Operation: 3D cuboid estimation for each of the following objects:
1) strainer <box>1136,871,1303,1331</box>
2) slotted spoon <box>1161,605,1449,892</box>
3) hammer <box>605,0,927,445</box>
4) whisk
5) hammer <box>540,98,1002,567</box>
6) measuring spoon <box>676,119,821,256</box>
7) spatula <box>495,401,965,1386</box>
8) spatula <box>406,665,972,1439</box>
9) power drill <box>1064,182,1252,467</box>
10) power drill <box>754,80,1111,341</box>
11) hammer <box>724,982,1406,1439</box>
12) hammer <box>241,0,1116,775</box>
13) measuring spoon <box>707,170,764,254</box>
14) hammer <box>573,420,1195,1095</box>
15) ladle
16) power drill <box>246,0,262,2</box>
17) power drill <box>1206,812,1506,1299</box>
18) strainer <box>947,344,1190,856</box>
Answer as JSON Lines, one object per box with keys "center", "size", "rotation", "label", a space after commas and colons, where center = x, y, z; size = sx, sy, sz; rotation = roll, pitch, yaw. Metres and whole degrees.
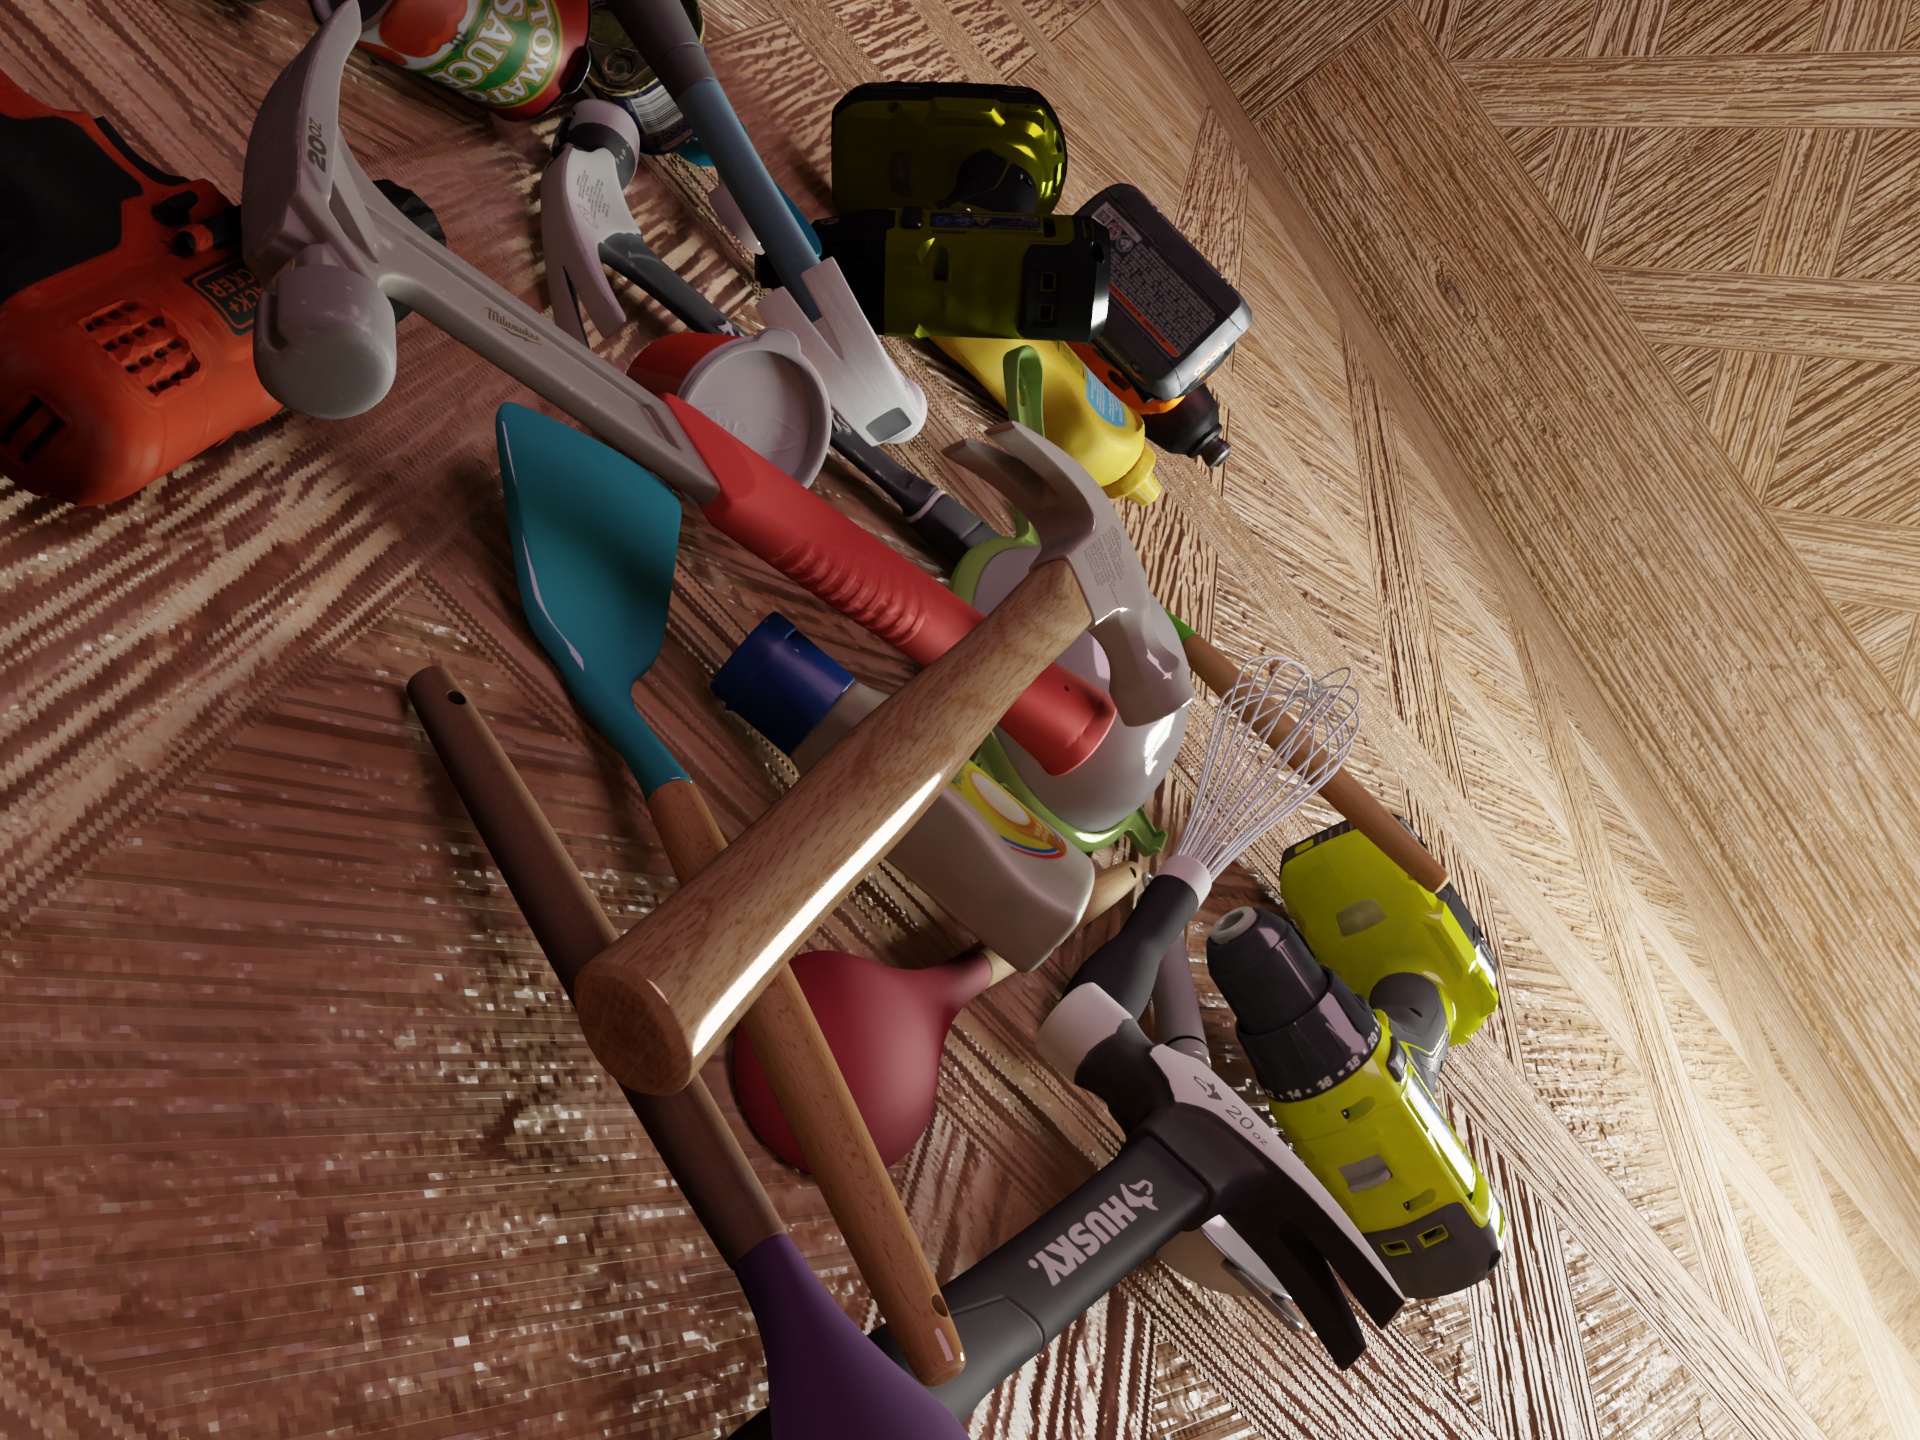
{"center": [0.091, 0.144, 0.636], "size": [0.086, 0.050, 0.259], "rotation": [38, 24, -22], "label": "strainer"}
{"center": [0.137, -0.024, 0.839], "size": [0.314, 0.031, 0.070], "rotation": [47, 8, 23], "label": "slotted spoon"}
{"center": [-0.110, -0.257, 0.626], "size": [0.331, 0.033, 0.128], "rotation": [59, 7, -4], "label": "hammer"}
{"center": [0.108, 0.054, 0.695], "size": [0.070, 0.070, 0.285], "rotation": [52, 45, -8], "label": "whisk"}
{"center": [-0.027, -0.108, 0.739], "size": [0.408, 0.036, 0.149], "rotation": [37, 32, -34], "label": "hammer"}
{"center": [-0.105, -0.257, 0.772], "size": [0.042, 0.021, 0.129], "rotation": [-17, 58, -36], "label": "measuring spoon"}
{"center": [-0.068, 0.033, 0.454], "size": [0.082, 0.044, 0.318], "rotation": [25, 27, -53], "label": "spatula"}
{"center": [-0.061, 0.103, 0.371], "size": [0.059, 0.018, 0.316], "rotation": [-5, 50, -48], "label": "spatula"}
{"center": [0.122, -0.239, 1.021], "size": [0.164, 0.084, 0.226], "rotation": [47, 2, 3], "label": "power drill"}
{"center": [-0.015, -0.269, 0.843], "size": [0.223, 0.171, 0.080], "rotation": [-90, -178, -53], "label": "power drill"}
{"center": [0.005, 0.166, 0.415], "size": [0.146, 0.035, 0.334], "rotation": [40, 26, 22], "label": "hammer"}
{"center": [-0.064, -0.074, 0.523], "size": [0.358, 0.036, 0.149], "rotation": [32, 33, -43], "label": "hammer"}
{"center": [-0.099, -0.252, 0.727], "size": [0.034, 0.018, 0.124], "rotation": [38, 25, -36], "label": "measuring spoon"}
{"center": [-0.009, -0.001, 0.482], "size": [0.130, 0.031, 0.331], "rotation": [64, 32, -13], "label": "hammer"}
{"center": [0.015, 0.088, 0.588], "size": [0.069, 0.031, 0.315], "rotation": [61, 24, 6], "label": "ladle"}
{"center": [-0.278, -0.378, 0.530], "size": [0.187, 0.080, 0.227], "rotation": [37, 46, -46], "label": "power drill"}
{"center": [0.195, 0.136, 0.775], "size": [0.190, 0.080, 0.228], "rotation": [56, 27, -8], "label": "power drill"}
{"center": [0.059, -0.070, 0.730], "size": [0.151, 0.069, 0.257], "rotation": [22, 57, -49], "label": "strainer"}
